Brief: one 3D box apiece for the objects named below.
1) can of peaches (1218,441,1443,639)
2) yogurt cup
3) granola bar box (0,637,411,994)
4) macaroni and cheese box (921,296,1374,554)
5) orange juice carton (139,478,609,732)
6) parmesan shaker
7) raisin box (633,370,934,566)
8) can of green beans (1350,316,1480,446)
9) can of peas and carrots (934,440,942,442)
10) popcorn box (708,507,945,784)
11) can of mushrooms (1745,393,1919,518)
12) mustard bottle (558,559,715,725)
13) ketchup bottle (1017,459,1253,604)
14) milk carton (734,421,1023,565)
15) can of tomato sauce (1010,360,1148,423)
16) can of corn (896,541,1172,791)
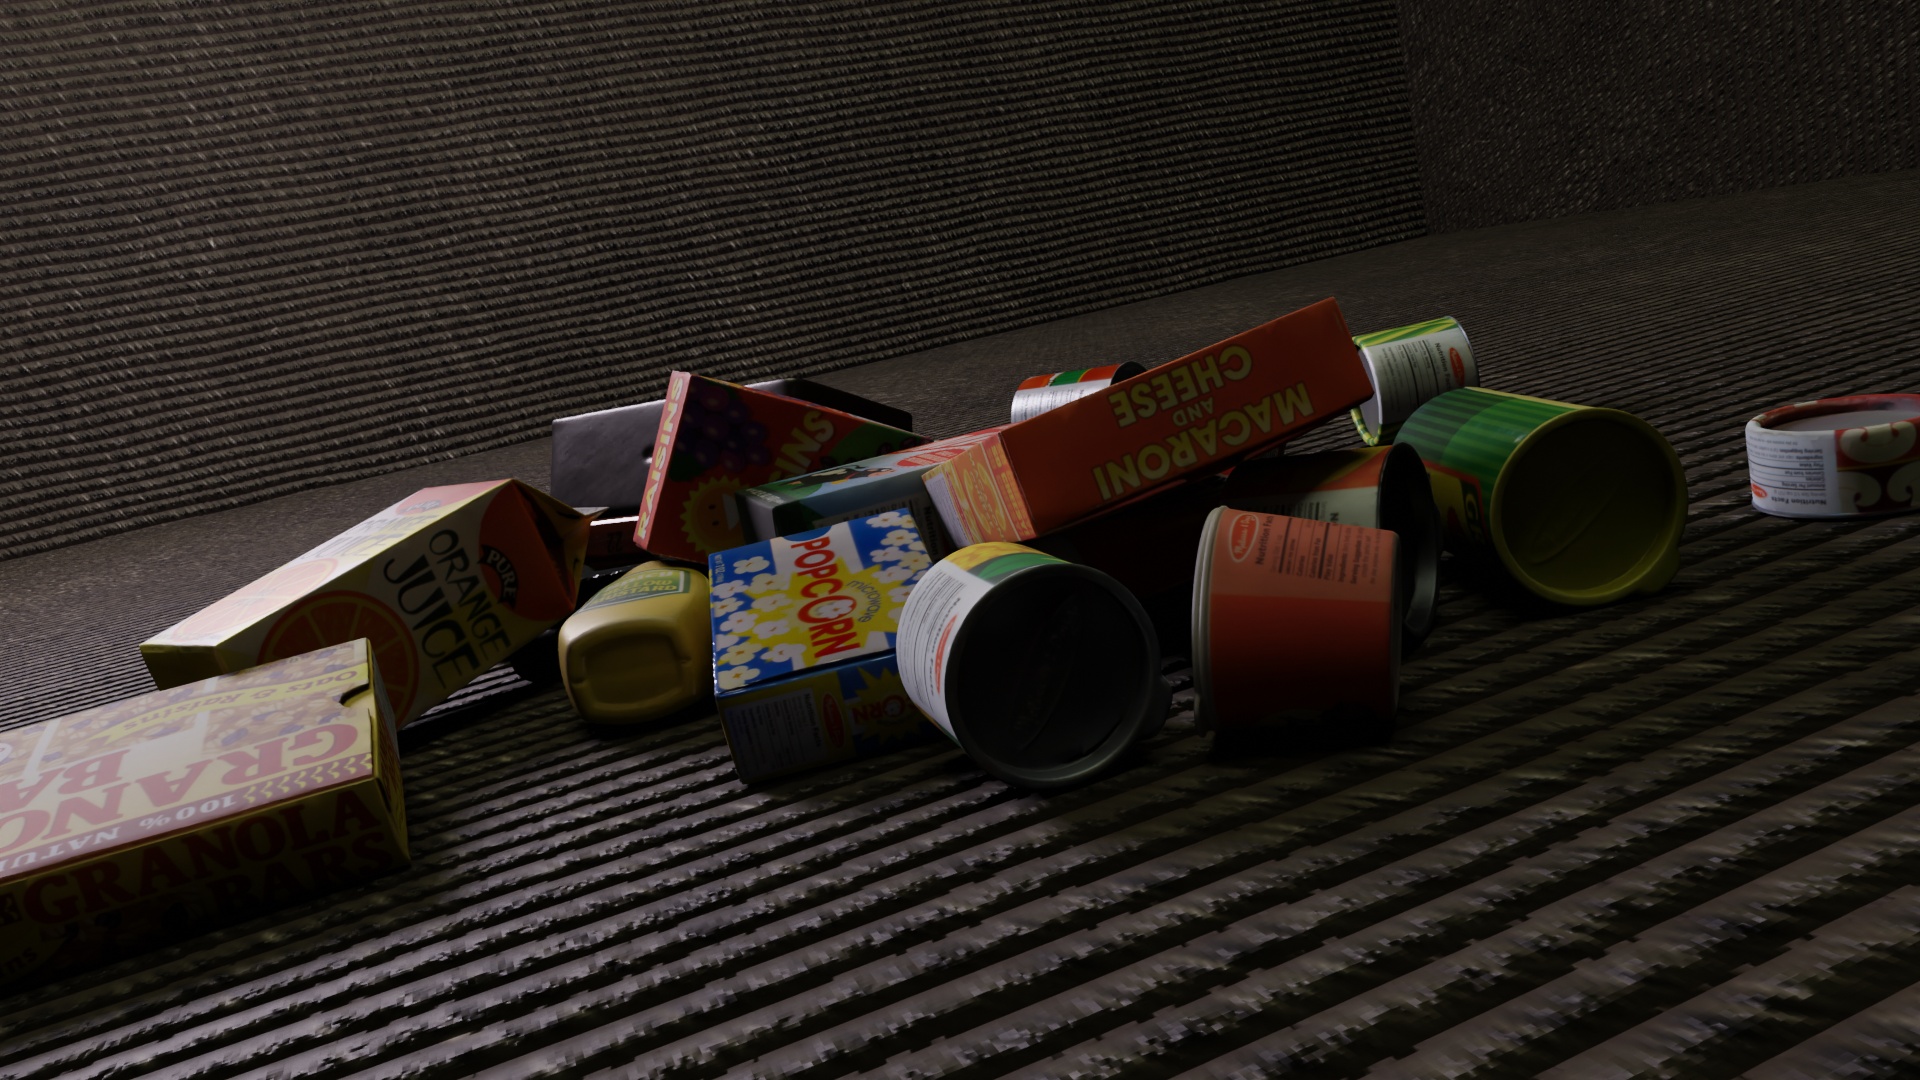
[{"bbox_3d":[0.128,0.002,0.480,0.058,0.071,0.071,-5,13,34],"label":"can of peaches"},{"bbox_3d":[0.100,0.024,0.407,0.054,0.072,0.072,1,15,20],"label":"yogurt cup"},{"bbox_3d":[-0.279,0.092,0.469,0.166,0.039,0.124,-16,23,-19],"label":"granola bar box"},{"bbox_3d":[0.060,-0.036,0.518,0.124,0.040,0.166,-22,2,-10],"label":"macaroni and cheese box"},{"bbox_3d":[-0.249,0.029,0.627,0.071,0.072,0.194,-3,26,38],"label":"orange juice carton"},{"bbox_3d":[0.205,-0.017,0.505,0.071,0.071,0.103,-12,10,-1],"label":"parmesan shaker"},{"bbox_3d":[-0.084,-0.025,0.662,0.123,0.086,0.040,13,2,-25],"label":"raisin box"},{"bbox_3d":[0.261,-0.092,0.808,0.058,0.071,0.071,-12,11,0],"label":"can of green beans"},{"bbox_3d":[-0.008,-0.019,0.736,0.071,0.070,0.058,-17,12,-25],"label":"can of peas and carrots"},{"bbox_3d":[-0.047,0.034,0.513,0.085,0.038,0.127,-14,23,-6],"label":"popcorn box"},{"bbox_3d":[0.334,-0.033,0.520,0.071,0.033,0.071,-12,10,2],"label":"can of mushrooms"},{"bbox_3d":[-0.136,0.038,0.617,0.065,0.048,0.160,-11,11,-5],"label":"mustard bottle"},{"bbox_3d":[0.072,0.004,0.583,0.149,0.043,0.064,-19,10,-30],"label":"ketchup bottle"},{"bbox_3d":[0.002,-0.008,0.638,0.191,0.073,0.072,-15,12,-20],"label":"milk carton"},{"bbox_3d":[0.088,-0.086,0.960,0.083,0.071,0.071,-3,14,40],"label":"can of tomato sauce"},{"bbox_3d":[0.021,0.037,0.422,0.071,0.071,0.058,-15,11,-15],"label":"can of corn"}]
